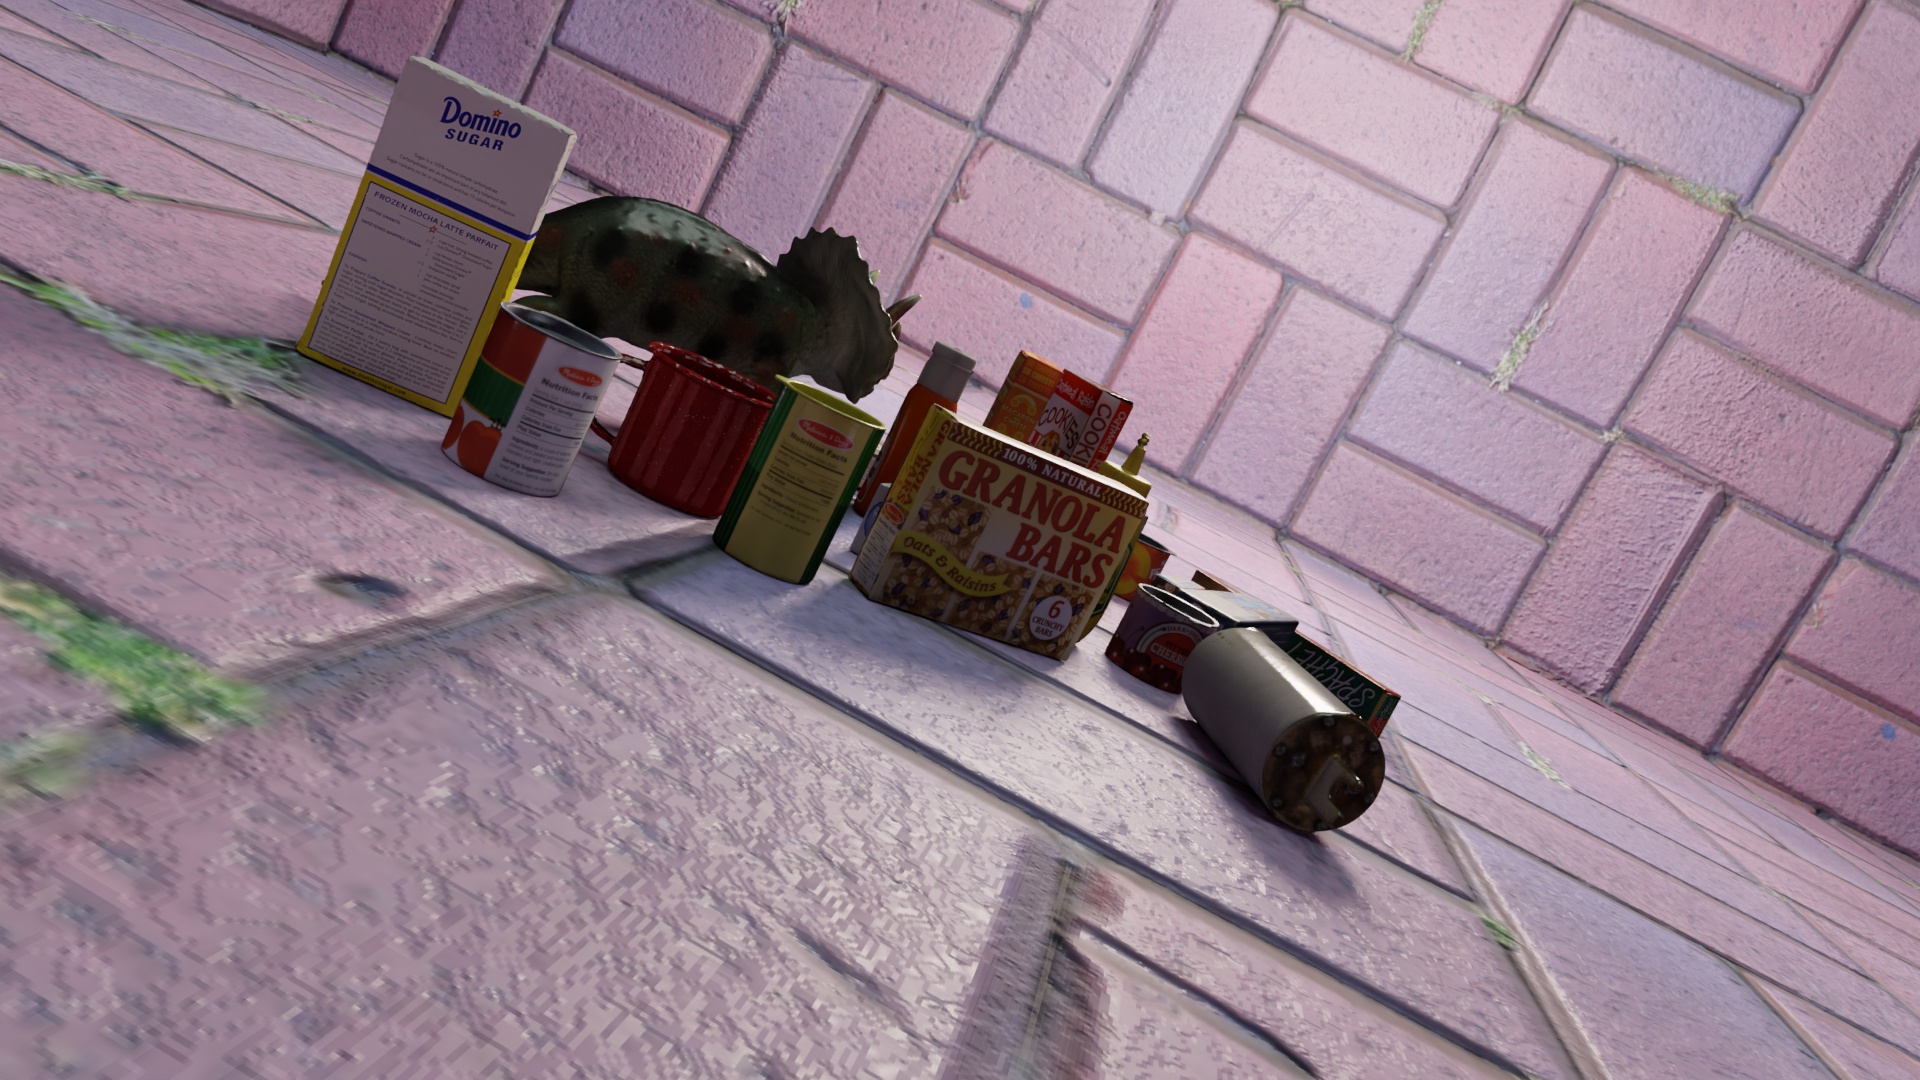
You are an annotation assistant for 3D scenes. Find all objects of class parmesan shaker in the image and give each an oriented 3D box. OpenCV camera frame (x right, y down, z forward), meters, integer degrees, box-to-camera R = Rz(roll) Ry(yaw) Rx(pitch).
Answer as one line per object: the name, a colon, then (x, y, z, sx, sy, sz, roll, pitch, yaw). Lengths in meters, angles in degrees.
parmesan shaker: (-0.097, -0.036, 0.812, 0.071, 0.103, 0.071, 26, 9, -4)

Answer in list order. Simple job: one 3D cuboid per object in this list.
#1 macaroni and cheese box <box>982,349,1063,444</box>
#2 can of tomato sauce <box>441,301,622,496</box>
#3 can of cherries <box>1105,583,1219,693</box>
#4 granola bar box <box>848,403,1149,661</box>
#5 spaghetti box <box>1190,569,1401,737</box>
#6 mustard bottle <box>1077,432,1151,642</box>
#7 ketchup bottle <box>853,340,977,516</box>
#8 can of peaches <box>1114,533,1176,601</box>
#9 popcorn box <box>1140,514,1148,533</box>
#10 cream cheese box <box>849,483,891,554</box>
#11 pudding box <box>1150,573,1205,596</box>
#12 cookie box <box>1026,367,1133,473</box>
macaroni and cheese box: (0.038, -0.096, 1.302, 0.040, 0.166, 0.124, 26, 9, -5)
can of tomato sauce: (-0.227, -0.075, 0.733, 0.071, 0.083, 0.071, 26, 9, -4)
can of cherries: (0.149, 0.073, 1.024, 0.071, 0.058, 0.071, 26, 9, -4)
granola bar box: (0.026, -0.002, 0.897, 0.165, 0.124, 0.039, 20, 11, -34)
spaghetti box: (0.297, 0.103, 1.285, 0.028, 0.050, 0.251, 19, 12, -41)
mustard bottle: (0.097, -0.005, 0.996, 0.065, 0.160, 0.049, 19, 12, -41)
ketchup bottle: (-0.034, -0.084, 1.098, 0.043, 0.148, 0.065, 26, 9, -4)
can of peaches: (0.162, 0.023, 1.330, 0.071, 0.058, 0.071, 26, 9, -4)
popcorn box: (0.109, 0.001, 1.221, 0.038, 0.085, 0.127, 32, 11, 30)
cream cheese box: (-0.042, -0.013, 0.990, 0.024, 0.053, 0.104, 29, 10, 13)
pudding box: (0.186, 0.058, 1.232, 0.030, 0.049, 0.084, 31, 10, 23)
cookie box: (0.102, -0.083, 1.401, 0.040, 0.167, 0.123, 23, 10, -20)
